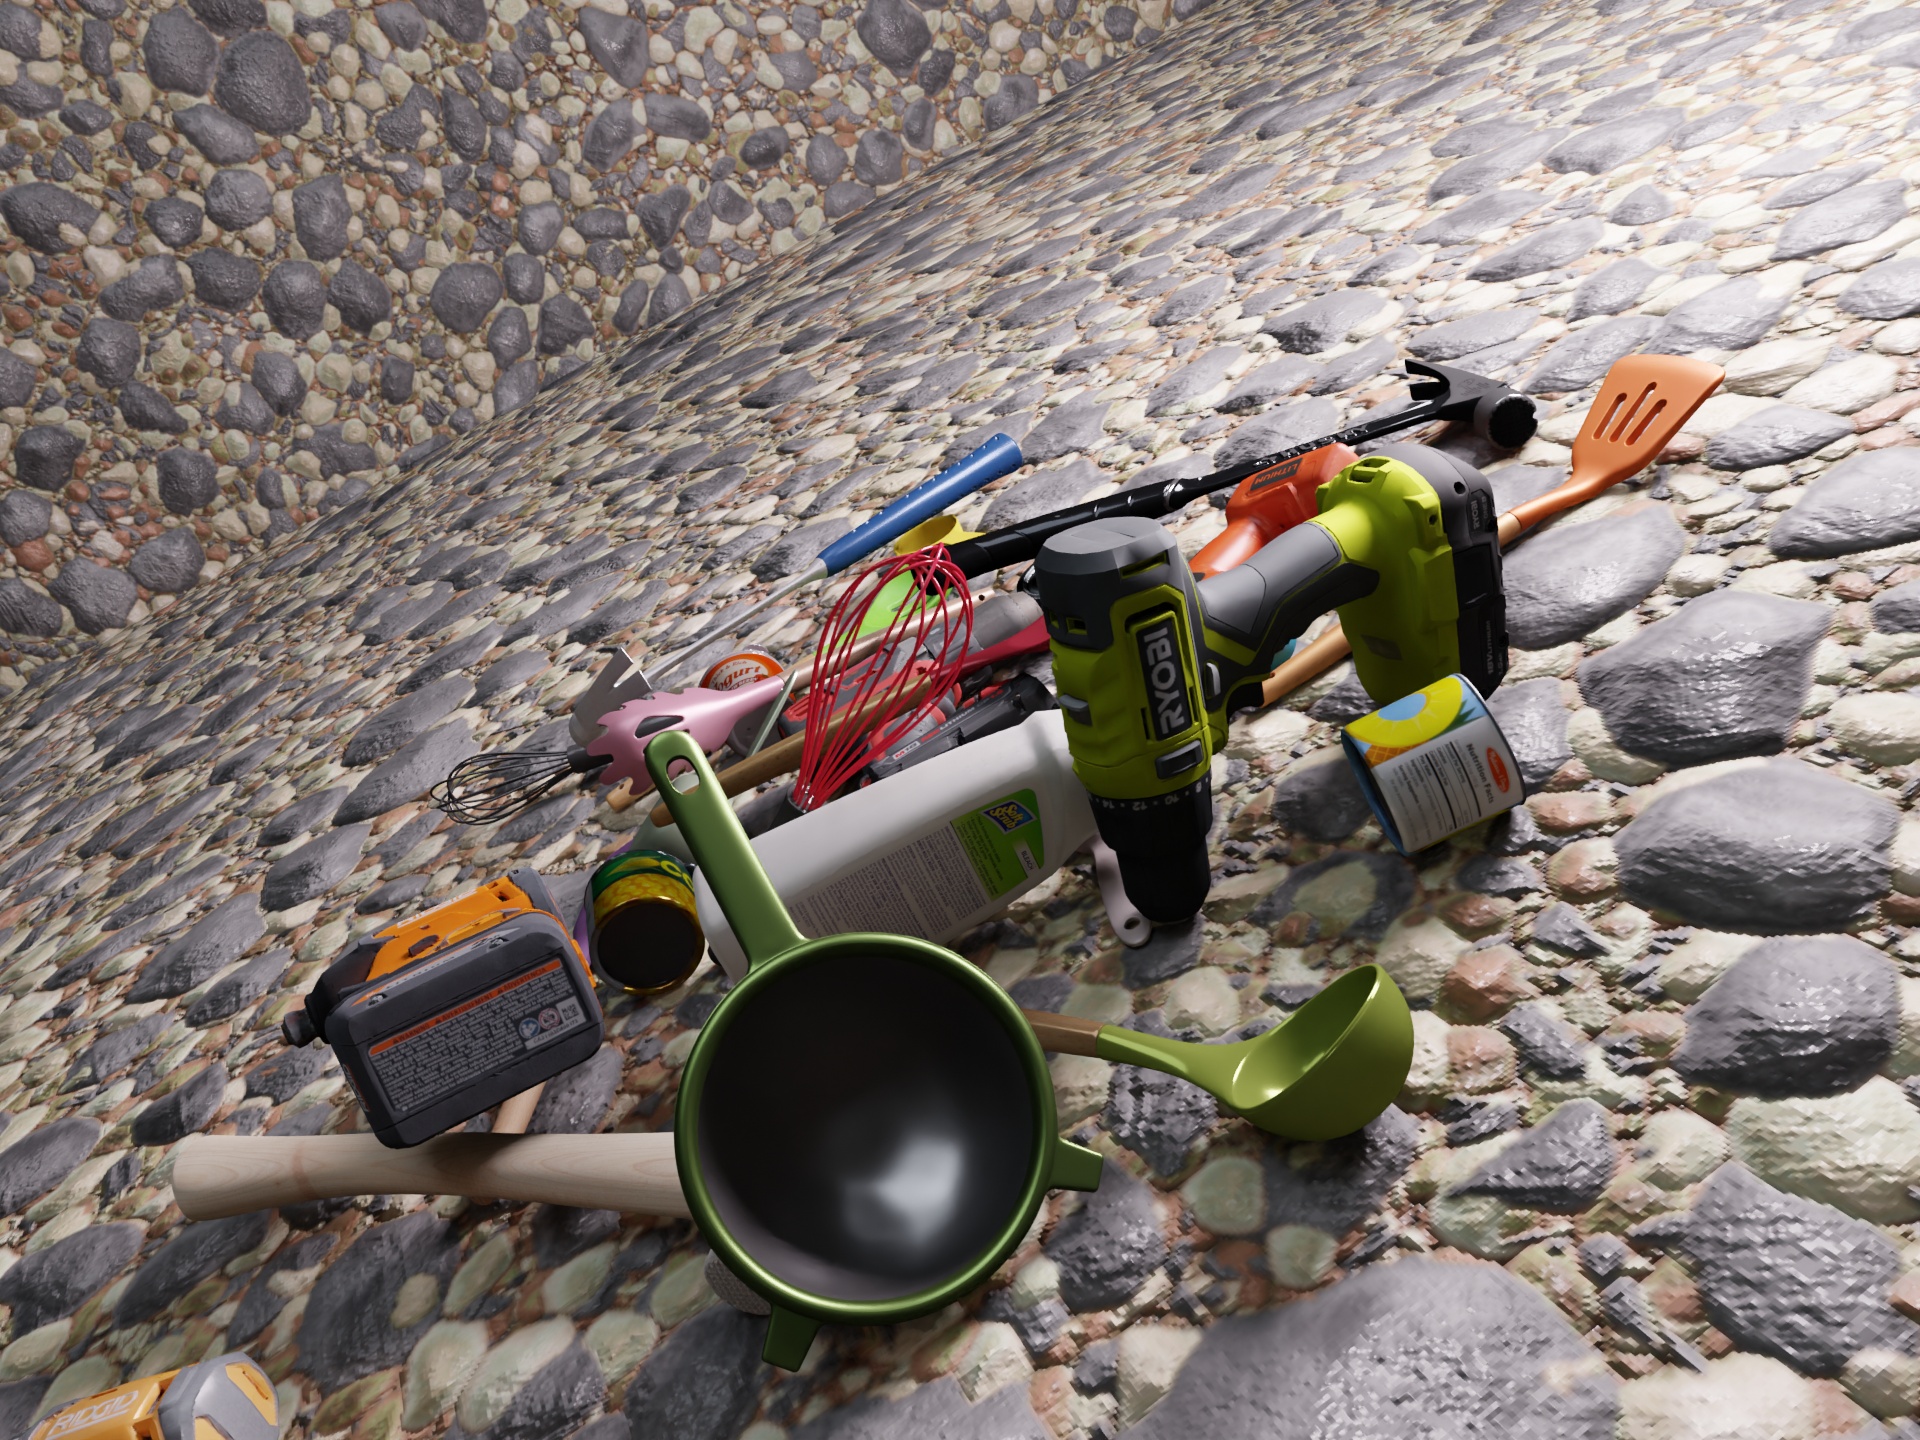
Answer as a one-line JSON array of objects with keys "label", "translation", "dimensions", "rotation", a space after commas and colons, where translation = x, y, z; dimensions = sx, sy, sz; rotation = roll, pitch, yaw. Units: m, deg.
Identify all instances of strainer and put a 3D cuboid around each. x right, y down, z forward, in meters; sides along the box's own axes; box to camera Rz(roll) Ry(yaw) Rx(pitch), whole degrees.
[{"label": "strainer", "translation": [-0.066, 0.122, 0.662], "dimensions": [0.151, 0.256, 0.069], "rotation": [-27, -14, -14]}]

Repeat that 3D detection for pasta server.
[{"label": "pasta server", "translation": [-0.103, -0.032, 1.081], "dimensions": [0.316, 0.060, 0.040], "rotation": [-26, 2, -31]}]

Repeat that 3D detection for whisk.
[{"label": "whisk", "translation": [-0.293, 0.028, 1.207], "dimensions": [0.239, 0.055, 0.055], "rotation": [-19, 27, 9]}, {"label": "whisk", "translation": [-0.072, 0.027, 0.829], "dimensions": [0.295, 0.073, 0.073], "rotation": [-59, 10, 31]}]

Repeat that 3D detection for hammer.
[{"label": "hammer", "translation": [-0.111, -0.109, 1.186], "dimensions": [0.405, 0.035, 0.144], "rotation": [-36, 1, -24]}, {"label": "hammer", "translation": [0.161, -0.160, 1.066], "dimensions": [0.409, 0.036, 0.149], "rotation": [-17, 25, 3]}, {"label": "hammer", "translation": [-0.232, 0.214, 0.789], "dimensions": [0.411, 0.038, 0.146], "rotation": [-8, 31, 27]}]

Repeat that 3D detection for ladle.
[{"label": "ladle", "translation": [0.036, 0.123, 0.676], "dimensions": [0.320, 0.062, 0.078], "rotation": [2, 30, 36]}, {"label": "ladle", "translation": [-0.037, -0.010, 0.879], "dimensions": [0.315, 0.031, 0.069], "rotation": [-26, 15, 12]}]

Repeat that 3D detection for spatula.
[{"label": "spatula", "translation": [-0.231, 0.160, 0.938], "dimensions": [0.060, 0.018, 0.316], "rotation": [-33, 23, 22]}, {"label": "spatula", "translation": [0.291, -0.107, 0.900], "dimensions": [0.322, 0.041, 0.081], "rotation": [-34, 28, -10]}]

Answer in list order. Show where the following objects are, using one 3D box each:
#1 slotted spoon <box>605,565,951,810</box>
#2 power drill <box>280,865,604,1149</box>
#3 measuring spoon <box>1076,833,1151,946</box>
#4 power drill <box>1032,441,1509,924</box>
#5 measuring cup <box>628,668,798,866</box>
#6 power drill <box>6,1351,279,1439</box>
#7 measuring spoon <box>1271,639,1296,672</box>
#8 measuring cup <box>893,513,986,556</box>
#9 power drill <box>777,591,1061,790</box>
[{"label": "slotted spoon", "translation": [-0.127, -0.029, 1.172], "dimensions": [0.314, 0.031, 0.070], "rotation": [-36, 33, -11]}, {"label": "power drill", "translation": [-0.281, 0.149, 0.846], "dimensions": [0.164, 0.084, 0.226], "rotation": [-25, 11, -18]}, {"label": "measuring spoon", "translation": [0.076, 0.073, 0.804], "dimensions": [0.034, 0.018, 0.124], "rotation": [-25, 27, 6]}, {"label": "power drill", "translation": [0.150, -0.023, 0.758], "dimensions": [0.228, 0.190, 0.080], "rotation": [-23, 23, -23]}, {"label": "measuring cup", "translation": [-0.157, 0.031, 1.005], "dimensions": [0.168, 0.038, 0.083], "rotation": [-61, 14, -14]}, {"label": "power drill", "translation": [-0.405, 0.377, 0.651], "dimensions": [0.185, 0.084, 0.226], "rotation": [-22, 23, 13]}, {"label": "measuring spoon", "translation": [0.189, -0.058, 0.942], "dimensions": [0.042, 0.021, 0.129], "rotation": [-29, 13, 30]}, {"label": "measuring cup", "translation": [0.007, -0.128, 1.224], "dimensions": [0.062, 0.029, 0.157], "rotation": [-40, 31, -24]}, {"label": "power drill", "translation": [-0.002, -0.003, 0.956], "dimensions": [0.188, 0.080, 0.227], "rotation": [-32, 24, -9]}]
